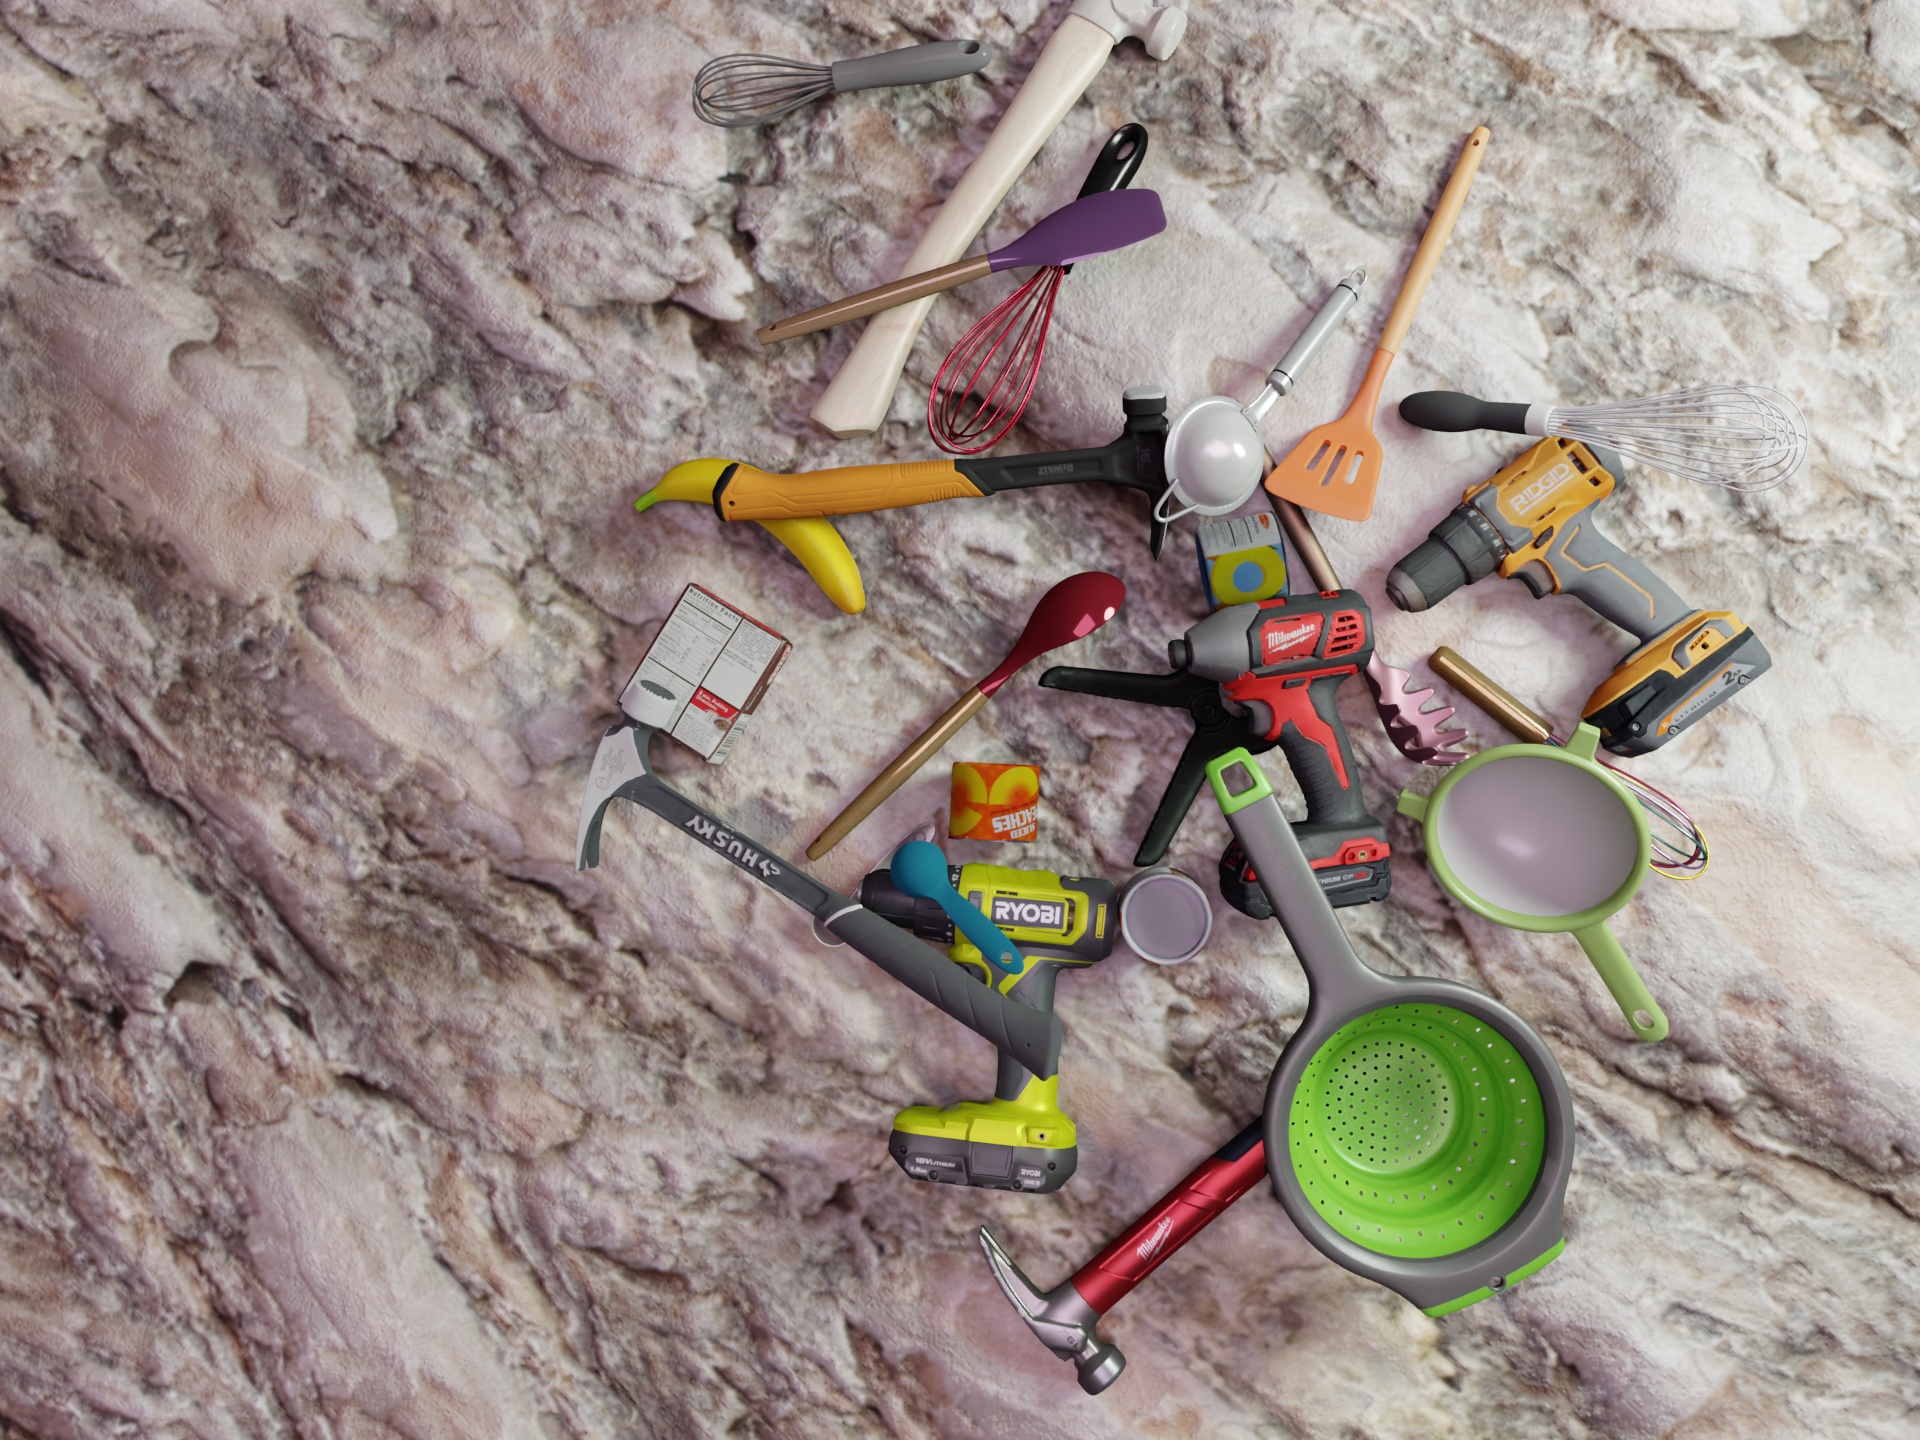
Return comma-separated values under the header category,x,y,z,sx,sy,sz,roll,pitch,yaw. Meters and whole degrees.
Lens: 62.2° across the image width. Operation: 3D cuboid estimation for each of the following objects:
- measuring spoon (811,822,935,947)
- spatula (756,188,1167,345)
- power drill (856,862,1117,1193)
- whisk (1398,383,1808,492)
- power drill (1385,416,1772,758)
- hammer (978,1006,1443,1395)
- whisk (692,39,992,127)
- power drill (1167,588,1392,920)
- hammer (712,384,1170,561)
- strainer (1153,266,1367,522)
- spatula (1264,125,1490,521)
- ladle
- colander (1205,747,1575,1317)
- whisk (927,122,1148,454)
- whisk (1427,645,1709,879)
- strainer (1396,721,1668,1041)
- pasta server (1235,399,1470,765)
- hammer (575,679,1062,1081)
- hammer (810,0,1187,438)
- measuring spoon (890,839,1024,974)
category,x,y,z,sx,sy,sz,roll,pitch,yaw
measuring spoon,-0.065,0.122,1.210,0.124,0.018,0.034,-45,99,-5
spatula,-0.003,-0.334,1.184,0.316,0.018,0.060,-16,61,9
power drill,0.011,0.217,1.167,0.190,0.080,0.228,5,85,5
whisk,0.434,-0.204,1.101,0.285,0.070,0.070,16,88,41
power drill,0.437,-0.080,1.143,0.185,0.084,0.226,-36,80,2
hammer,0.194,0.313,1.164,0.386,0.038,0.143,-41,83,2
whisk,-0.093,-0.492,1.213,0.239,0.055,0.055,-4,87,11
power drill,0.228,0.023,1.131,0.143,0.078,0.219,-8,96,-4
hammer,-0.014,-0.169,1.172,0.337,0.034,0.127,-4,115,2
strainer,0.230,-0.243,1.166,0.086,0.050,0.258,45,73,-26
spatula,0.325,-0.298,1.181,0.081,0.041,0.322,23,88,18
ladle,-0.002,-0.004,1.196,0.315,0.069,0.031,-44,125,7
colander,0.266,0.199,1.090,0.204,0.094,0.397,-27,89,1
whisk,0.062,-0.328,1.200,0.073,0.073,0.296,30,84,6
whisk,0.441,0.030,1.155,0.245,0.051,0.047,40,97,9
strainer,0.440,0.114,1.139,0.151,0.069,0.256,-27,104,35
pasta server,0.279,-0.102,1.178,0.040,0.060,0.316,-34,80,43
hammer,-0.104,0.134,1.143,0.409,0.036,0.149,31,100,13
hammer,0.001,-0.401,1.218,0.146,0.038,0.410,33,91,7
measuring spoon,-0.002,0.133,1.131,0.042,0.021,0.129,-46,69,-2
